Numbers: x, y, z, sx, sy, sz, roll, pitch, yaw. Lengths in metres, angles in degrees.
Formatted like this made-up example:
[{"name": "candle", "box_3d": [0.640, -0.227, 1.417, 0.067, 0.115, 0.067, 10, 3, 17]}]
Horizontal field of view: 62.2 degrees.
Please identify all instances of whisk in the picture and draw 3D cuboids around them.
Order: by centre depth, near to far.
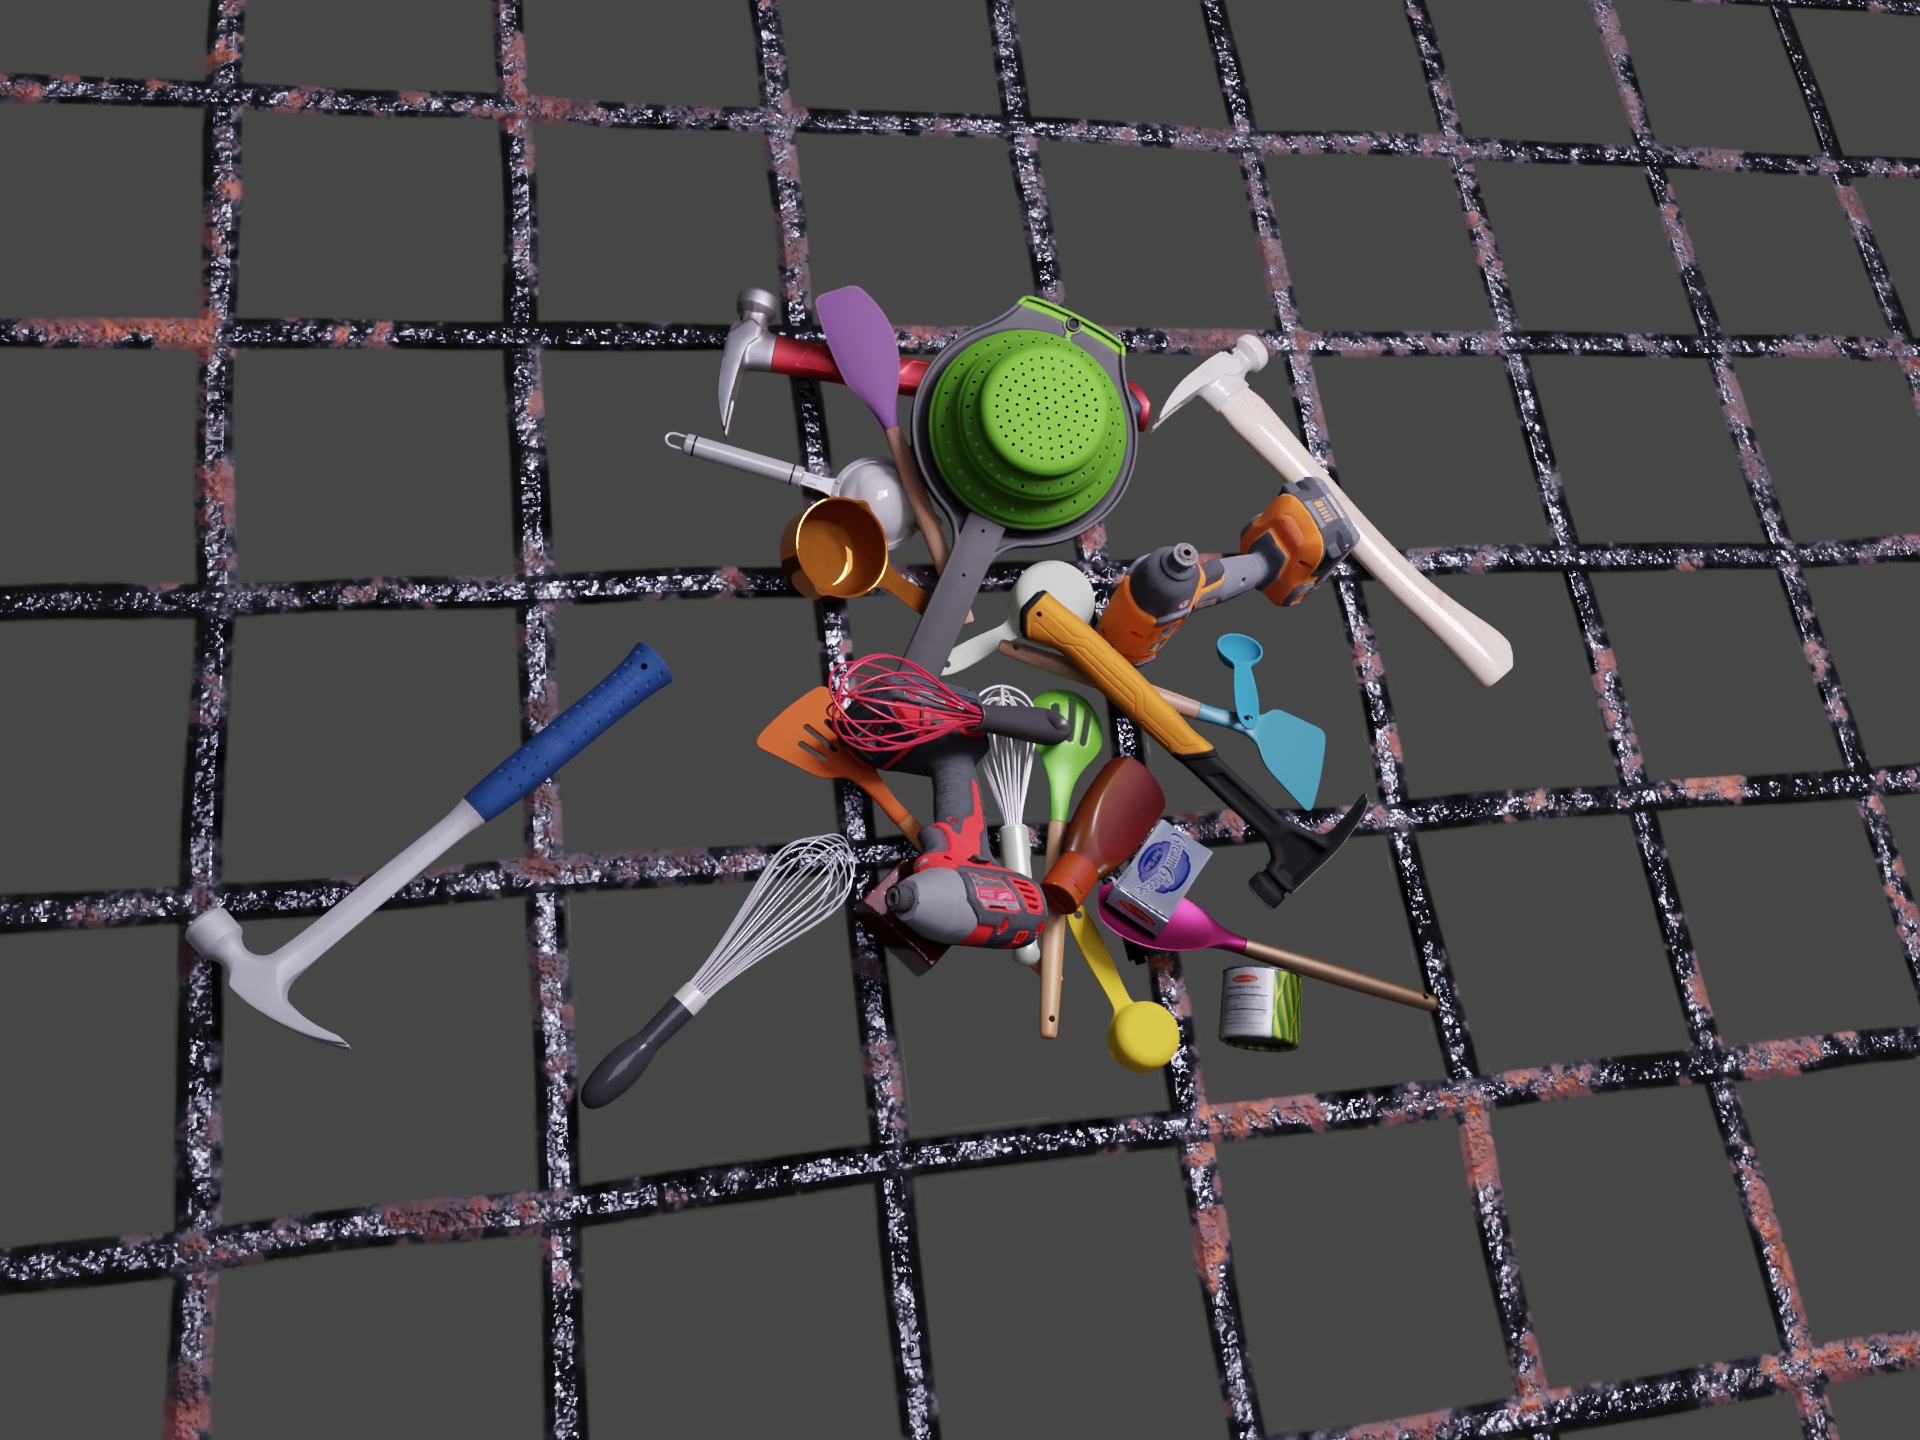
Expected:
[{"name": "whisk", "box_3d": [-0.186, 0.194, 1.237, 0.070, 0.070, 0.284, 43, 72, 5]}, {"name": "whisk", "box_3d": [-0.002, -0.004, 1.240, 0.295, 0.073, 0.073, 8, 62, -52]}, {"name": "whisk", "box_3d": [0.044, 0.083, 1.323, 0.059, 0.057, 0.246, -3, 68, -7]}]

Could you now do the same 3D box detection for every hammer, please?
[{"name": "hammer", "box_3d": [-0.384, 0.082, 1.241, 0.144, 0.035, 0.405, 44, 67, 6]}, {"name": "hammer", "box_3d": [0.187, 0.006, 1.353, 0.337, 0.034, 0.127, 42, 105, 0]}, {"name": "hammer", "box_3d": [-0.023, -0.292, 1.433, 0.386, 0.038, 0.143, 9, 73, 0]}, {"name": "hammer", "box_3d": [0.361, -0.184, 1.515, 0.146, 0.038, 0.411, -39, 82, -21]}]

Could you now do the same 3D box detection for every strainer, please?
[{"name": "strainer", "box_3d": [-0.138, -0.213, 1.410, 0.258, 0.050, 0.087, 16, 81, -3]}]

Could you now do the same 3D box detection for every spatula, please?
[{"name": "spatula", "box_3d": [-0.033, 0.102, 1.323, 0.322, 0.041, 0.081, 47, 66, 2]}, {"name": "spatula", "box_3d": [-0.049, -0.233, 1.396, 0.060, 0.018, 0.316, -20, 89, -14]}, {"name": "spatula", "box_3d": [0.181, -0.011, 1.402, 0.317, 0.044, 0.082, 19, 65, -5]}]

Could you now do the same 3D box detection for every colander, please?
[{"name": "colander", "box_3d": [0.031, -0.181, 1.346, 0.204, 0.094, 0.397, 25, 83, -7]}]

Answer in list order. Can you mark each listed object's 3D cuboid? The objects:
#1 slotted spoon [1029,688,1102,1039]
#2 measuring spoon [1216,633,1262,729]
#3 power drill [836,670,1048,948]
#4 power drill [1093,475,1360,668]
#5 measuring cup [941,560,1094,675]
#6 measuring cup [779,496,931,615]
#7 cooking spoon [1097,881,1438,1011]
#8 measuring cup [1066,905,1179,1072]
[{"name": "slotted spoon", "box_3d": [0.083, 0.111, 1.332, 0.070, 0.031, 0.314, 11, 65, -13]}, {"name": "measuring spoon", "box_3d": [0.250, -0.030, 1.415, 0.042, 0.021, 0.129, 7, 42, -2]}, {"name": "power drill", "box_3d": [-0.020, 0.076, 1.258, 0.143, 0.078, 0.220, 12, 49, -41]}, {"name": "power drill", "box_3d": [0.235, -0.134, 1.398, 0.226, 0.164, 0.084, -24, 74, -22]}, {"name": "measuring cup", "box_3d": [0.047, -0.086, 1.402, 0.167, 0.038, 0.083, -30, 79, -22]}, {"name": "measuring cup", "box_3d": [-0.081, -0.124, 1.389, 0.173, 0.052, 0.095, 33, 70, -26]}, {"name": "cooking spoon", "box_3d": [0.261, 0.198, 1.341, 0.318, 0.017, 0.069, 18, 41, -11]}, {"name": "measuring cup", "box_3d": [0.129, 0.215, 1.311, 0.062, 0.029, 0.156, -23, 78, -20]}]
